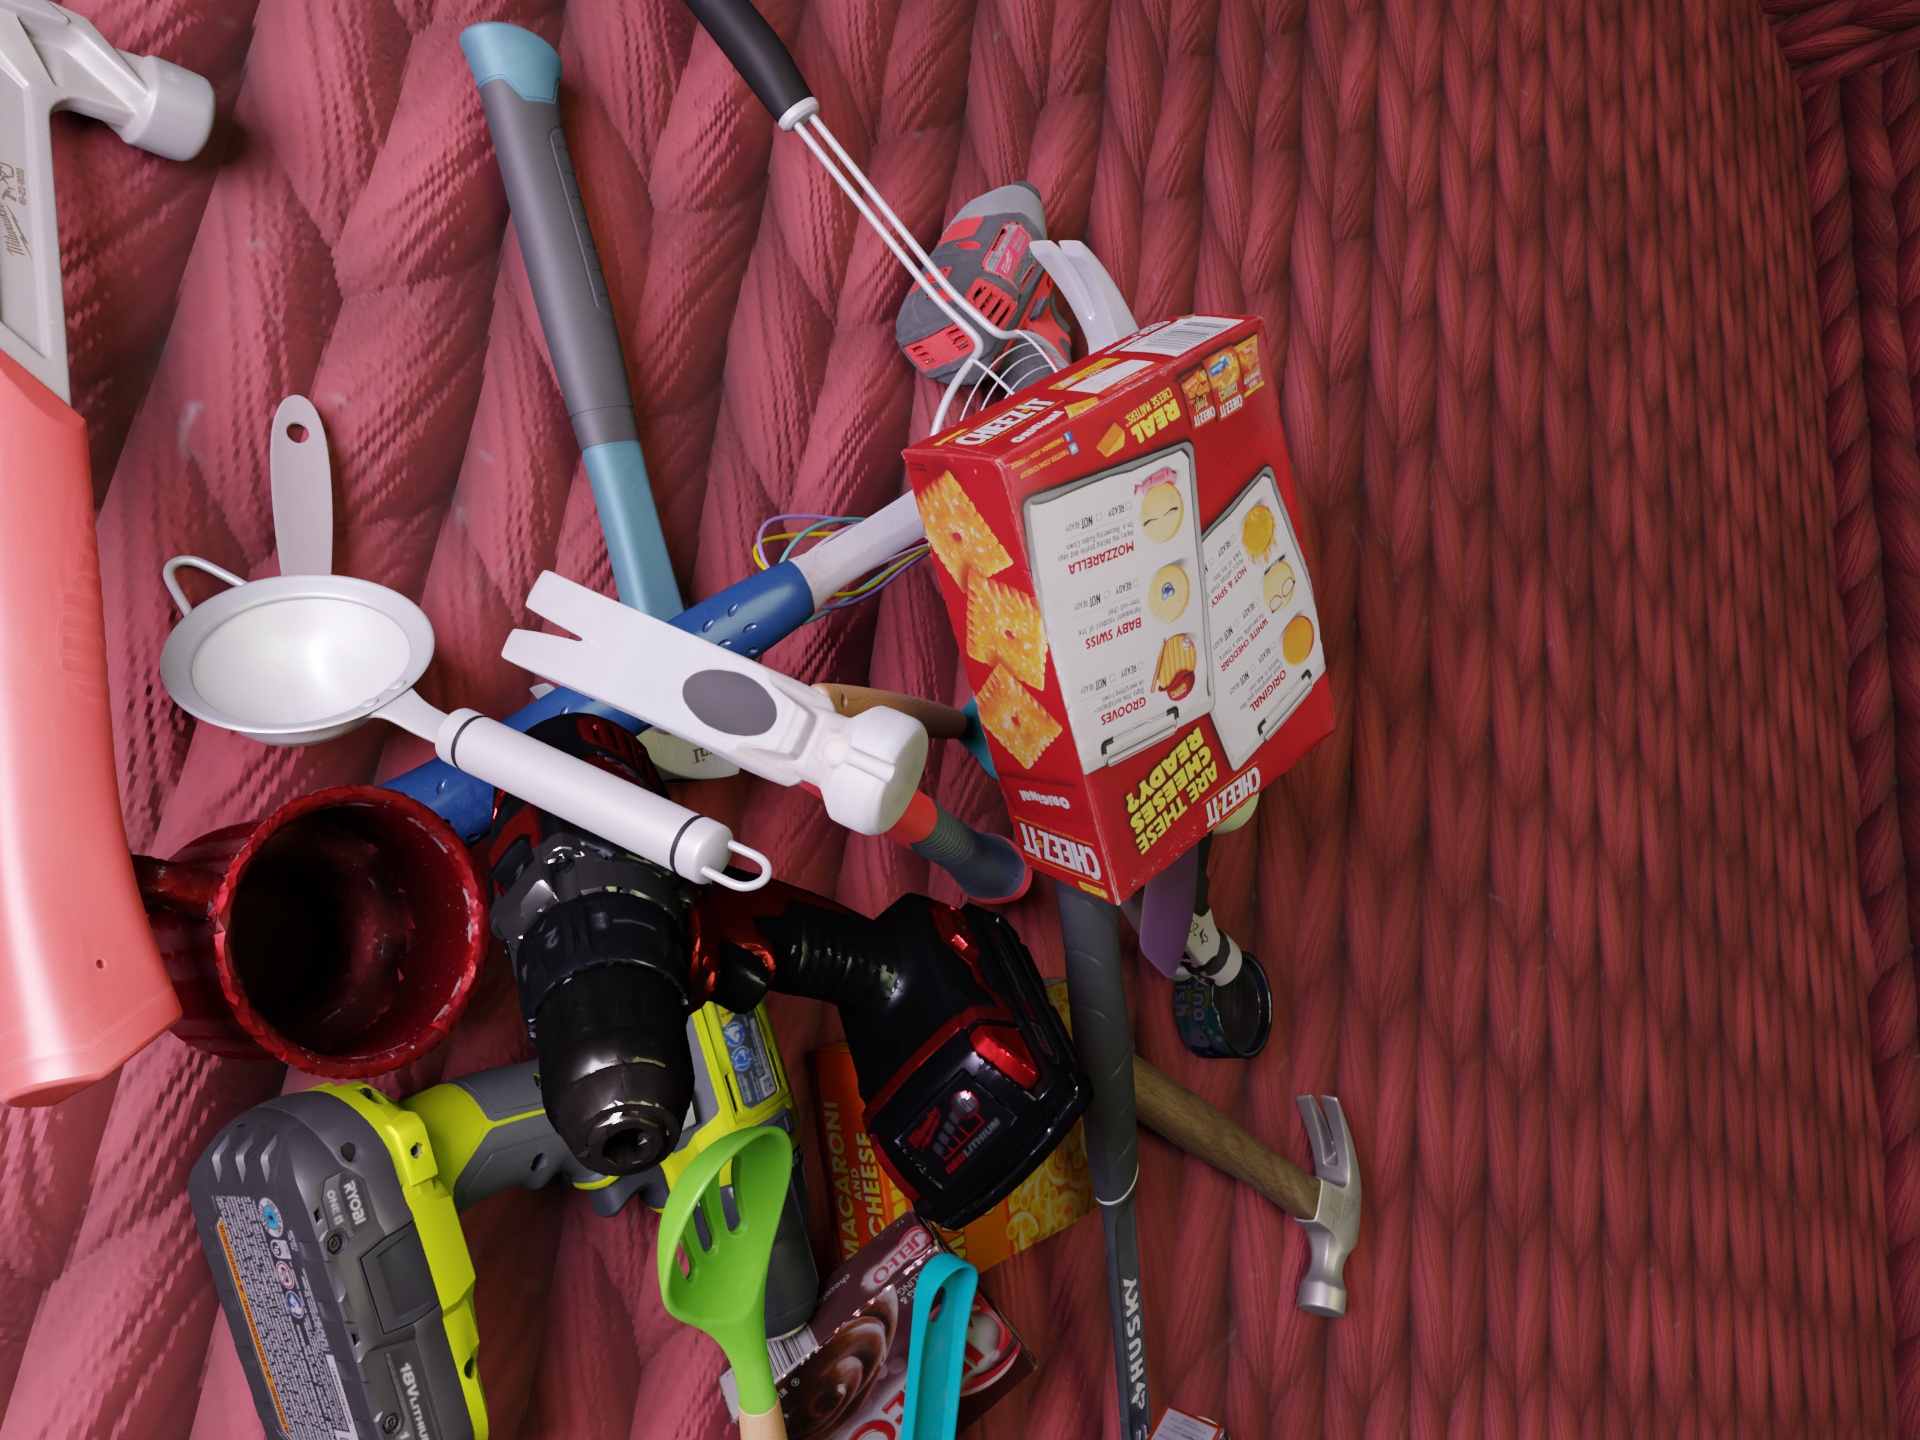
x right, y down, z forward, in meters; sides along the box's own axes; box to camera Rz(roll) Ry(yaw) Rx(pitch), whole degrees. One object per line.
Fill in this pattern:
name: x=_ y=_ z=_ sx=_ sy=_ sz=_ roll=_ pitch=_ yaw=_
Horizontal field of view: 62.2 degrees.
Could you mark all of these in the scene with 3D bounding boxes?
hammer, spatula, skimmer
hammer: x=0.157 y=0.253 z=0.970 sx=0.331 sy=0.031 sz=0.130 roll=39 pitch=55 yaw=-37
spatula: x=-0.001 y=-0.003 z=0.785 sx=0.317 sy=0.044 sz=0.082 roll=8 pitch=78 yaw=-72
hammer: x=-0.042 y=0.030 z=0.665 sx=0.038 sy=0.143 sz=0.386 roll=-65 pitch=163 yaw=-6
skimmer: x=-0.055 y=-0.233 z=0.789 sx=0.363 sy=0.090 sz=0.127 roll=52 pitch=53 yaw=-4
hammer: x=0.077 y=0.254 z=0.814 sx=0.149 sy=0.036 sz=0.408 roll=-22 pitch=111 yaw=-47
hammer: x=-0.283 y=-0.069 z=0.465 sx=0.149 sy=0.036 sz=0.359 roll=7 pitch=64 yaw=-49
hammer: x=0.153 y=-0.023 z=0.950 sx=0.146 sy=0.035 sz=0.335 roll=43 pitch=55 yaw=-47
spatula: x=0.130 y=-0.010 z=0.872 sx=0.059 sy=0.018 sz=0.316 roll=45 pitch=48 yaw=-46
hammer: x=-0.154 y=-0.132 z=0.688 sx=0.128 sy=0.033 sz=0.331 roll=-19 pitch=96 yaw=-51
hammer: x=-0.062 y=-0.067 z=0.670 sx=0.405 sy=0.035 sz=0.144 roll=-35 pitch=122 yaw=-26

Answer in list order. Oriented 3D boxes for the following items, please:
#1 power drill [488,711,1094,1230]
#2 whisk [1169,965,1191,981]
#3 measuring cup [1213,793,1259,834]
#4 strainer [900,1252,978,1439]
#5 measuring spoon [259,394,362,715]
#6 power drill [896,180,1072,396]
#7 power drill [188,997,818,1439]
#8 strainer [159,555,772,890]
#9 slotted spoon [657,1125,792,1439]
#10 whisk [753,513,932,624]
power drill: x=-0.060 y=0.102 z=0.554 sx=0.226 sy=0.080 sz=0.188 roll=32 pitch=18 yaw=-33
whisk: x=0.111 y=0.039 z=0.952 sx=0.058 sy=0.059 sz=0.246 roll=-13 pitch=98 yaw=-12
measuring cup: x=0.142 y=-0.001 z=0.999 sx=0.083 sy=0.038 sz=0.167 roll=-50 pitch=122 yaw=-42
strainer: x=0.004 y=0.394 z=0.646 sx=0.211 sy=0.095 sz=0.340 roll=0 pitch=99 yaw=-45
measuring spoon: x=-0.242 y=-0.060 z=0.587 sx=0.034 sy=0.018 sz=0.124 roll=-1 pitch=76 yaw=-29
power drill: x=0.062 y=-0.202 z=0.925 sx=0.219 sy=0.078 sz=0.143 roll=45 pitch=51 yaw=-30
power drill: x=-0.146 y=0.182 z=0.598 sx=0.228 sy=0.080 sz=0.190 roll=-21 pitch=97 yaw=-52
strainer: x=-0.166 y=0.006 z=0.514 sx=0.087 sy=0.258 sz=0.050 roll=-43 pitch=145 yaw=-43
slotted spoon: x=-0.078 y=0.286 z=0.621 sx=0.070 sy=0.031 sz=0.313 roll=-35 pitch=128 yaw=-48
whisk: x=-0.023 y=-0.088 z=0.813 sx=0.245 sy=0.047 sz=0.051 roll=-22 pitch=113 yaw=-57
